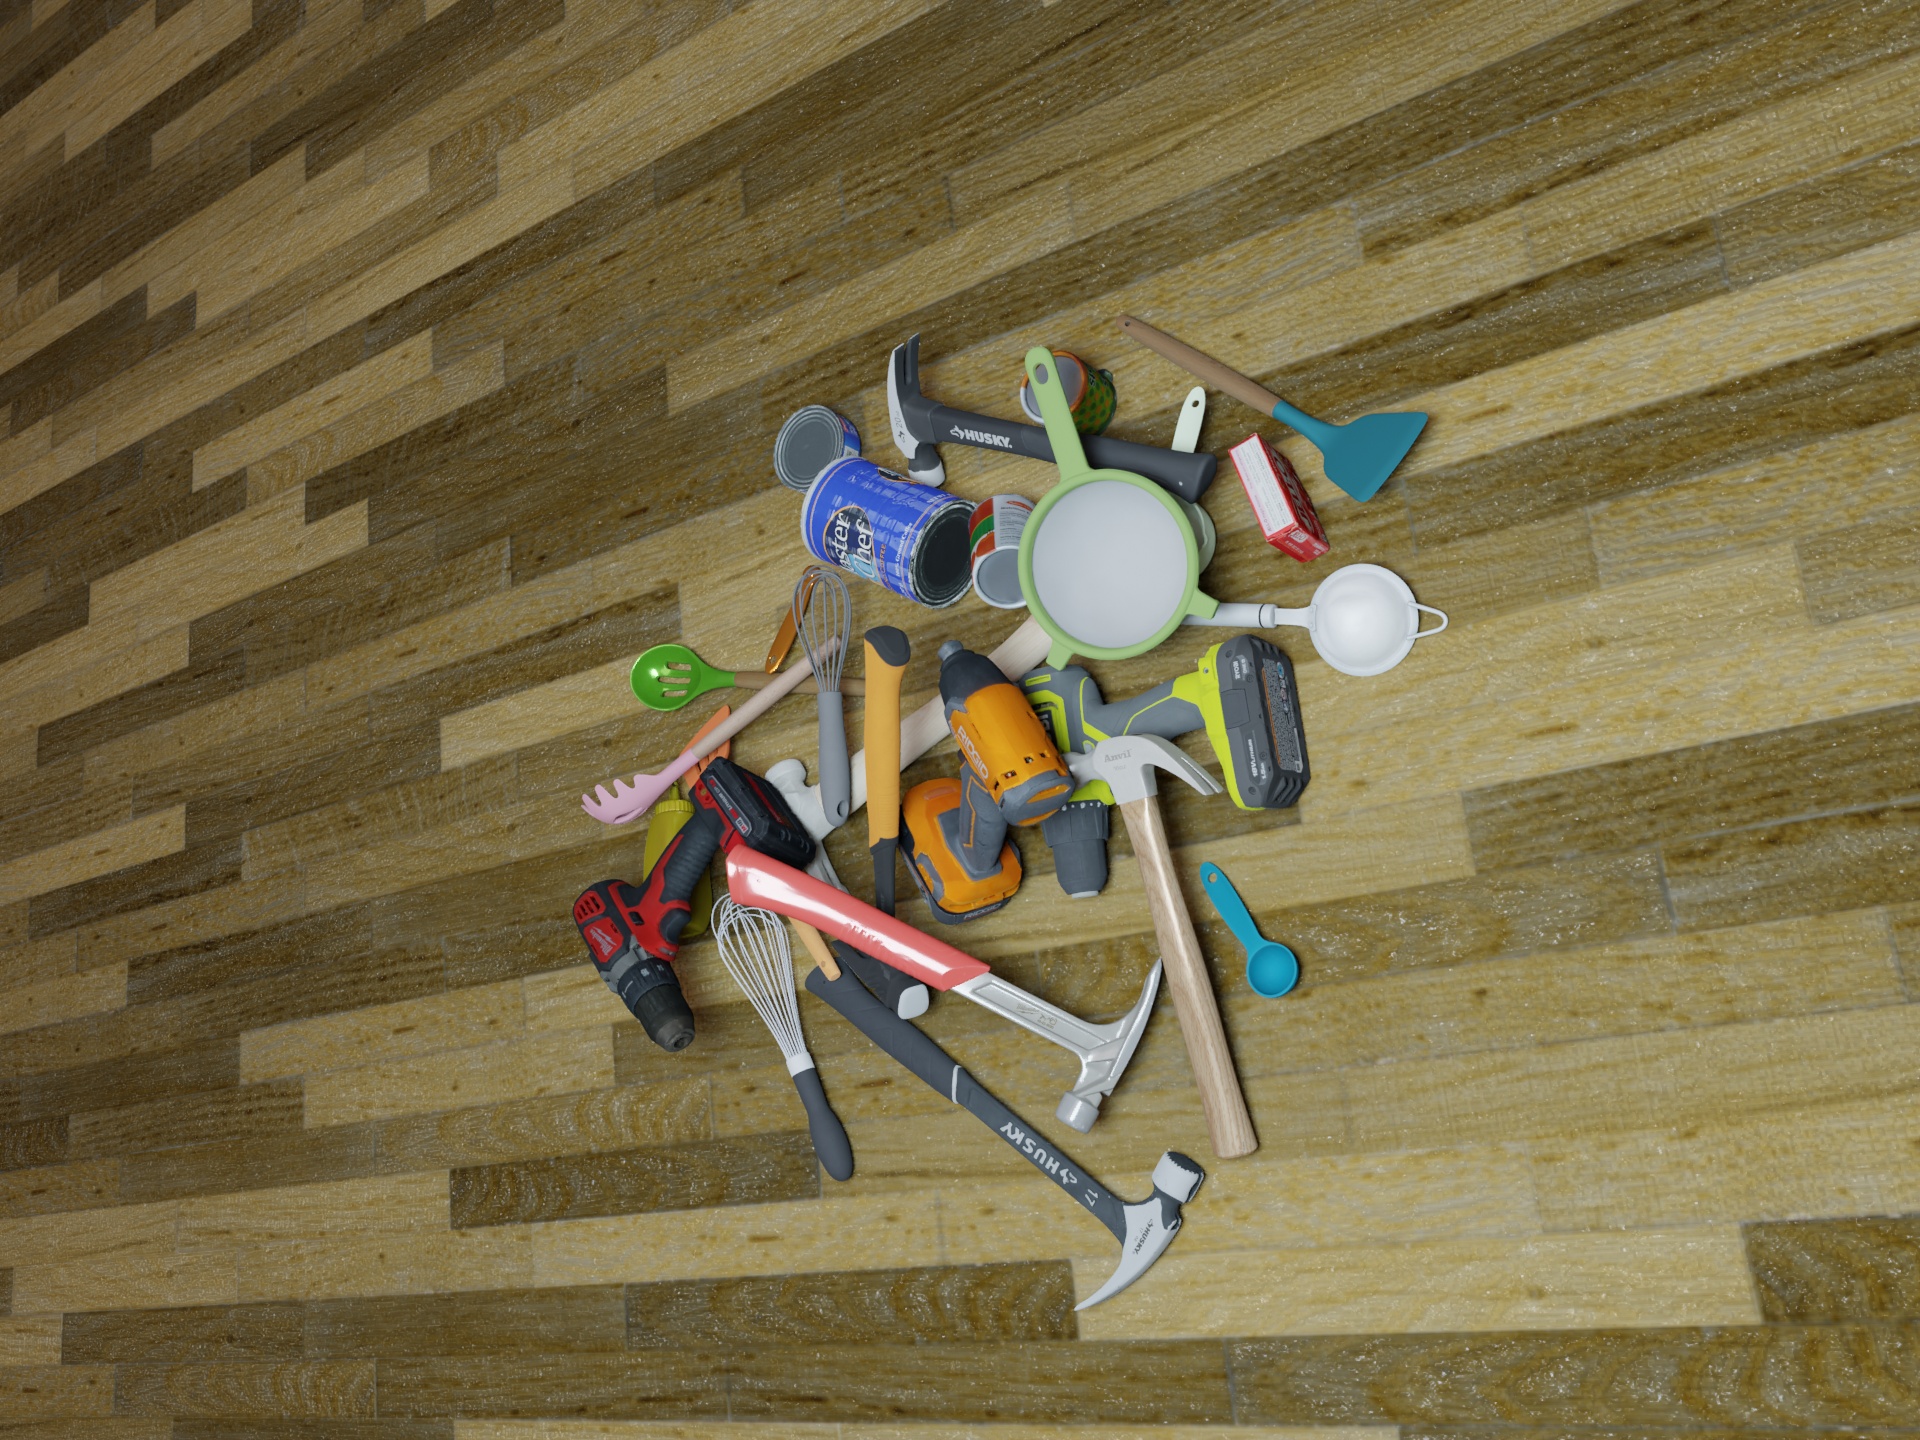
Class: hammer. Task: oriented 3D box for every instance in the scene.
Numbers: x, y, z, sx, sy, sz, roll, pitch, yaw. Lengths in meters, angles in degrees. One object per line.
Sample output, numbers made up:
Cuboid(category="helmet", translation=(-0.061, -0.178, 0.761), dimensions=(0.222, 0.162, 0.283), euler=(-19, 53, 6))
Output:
Cuboid(category="hammer", translation=(0.169, 0.170, 1.219), dimensions=(0.130, 0.031, 0.331), euler=(-18, 86, 36))
Cuboid(category="hammer", translation=(0.070, -0.239, 1.346), dimensions=(0.335, 0.146, 0.035), euler=(19, 48, 37))
Cuboid(category="hammer", translation=(-0.002, -0.005, 1.412), dimensions=(0.410, 0.038, 0.146), euler=(-39, 64, 21))
Cuboid(category="hammer", translation=(0.010, 0.323, 1.342), dimensions=(0.409, 0.036, 0.149), euler=(32, 100, 34))
Cuboid(category="hammer", translation=(-0.067, 0.079, 1.332), dimensions=(0.127, 0.034, 0.336), euler=(35, 130, 51))
Cuboid(category="hammer", translation=(-0.023, 0.183, 1.278), dimensions=(0.359, 0.036, 0.149), euler=(26, 81, 7))

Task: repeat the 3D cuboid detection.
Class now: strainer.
Cuboid(category="strainer", translation=(0.110, -0.176, 1.279), dimensions=(0.151, 0.069, 0.256), euler=(-19, 89, 27))
Cuboid(category="strainer", translation=(0.251, -0.081, 1.258), dimensions=(0.258, 0.050, 0.087), euler=(5, 98, 37))

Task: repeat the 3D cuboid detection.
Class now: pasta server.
Cuboid(category="pasta server", translation=(-0.238, 0.010, 1.529), dimensions=(0.316, 0.060, 0.040), euler=(-37, 70, 15))

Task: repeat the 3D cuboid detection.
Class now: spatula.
Cuboid(category="spatula", translation=(0.238, -0.272, 1.299), dimensions=(0.318, 0.044, 0.082), euler=(39, 95, 34))
Cuboid(category="spatula", translation=(-0.189, 0.117, 1.503), dimensions=(0.081, 0.041, 0.323), euler=(-46, 58, 16))

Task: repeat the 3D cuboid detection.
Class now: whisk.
Cuboid(category="whisk", translation=(-0.120, -0.023, 1.440), dimensions=(0.055, 0.055, 0.239), euler=(-9, 82, 32))
Cuboid(category="whisk", translation=(-0.157, 0.284, 1.451), dimensions=(0.070, 0.070, 0.285), euler=(-34, 70, 24))

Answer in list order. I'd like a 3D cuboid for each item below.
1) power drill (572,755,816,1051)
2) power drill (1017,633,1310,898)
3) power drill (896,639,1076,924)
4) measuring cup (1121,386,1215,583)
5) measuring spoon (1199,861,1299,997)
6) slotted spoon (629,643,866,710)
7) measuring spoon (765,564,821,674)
Cuboid(category="power drill", translation=(-0.237, 0.167, 1.431), dimensions=(0.226, 0.080, 0.188), euler=(-46, 53, 7))
Cuboid(category="power drill", translation=(0.155, 0.035, 1.276), dimensions=(0.228, 0.080, 0.191), euler=(-14, 78, 33))
Cuboid(category="power drill", translation=(0.008, 0.050, 1.299), dimensions=(0.164, 0.084, 0.226), euler=(60, 151, 26))
Cuboid(category="measuring cup", translation=(0.186, -0.192, 1.323), dimensions=(0.083, 0.038, 0.167), euler=(11, 85, 35))
Cuboid(category="measuring spoon", translation=(0.225, 0.162, 1.245), dimensions=(0.042, 0.021, 0.129), euler=(-44, 52, 19))
Cuboid(category="slotted spoon", translation=(-0.197, -0.036, 1.553), dimensions=(0.314, 0.031, 0.070), euler=(4, 81, 32))
Cuboid(category="measuring spoon", translation=(-0.165, -0.099, 1.538), dimensions=(0.021, 0.011, 0.117), euler=(16, 79, 34))
